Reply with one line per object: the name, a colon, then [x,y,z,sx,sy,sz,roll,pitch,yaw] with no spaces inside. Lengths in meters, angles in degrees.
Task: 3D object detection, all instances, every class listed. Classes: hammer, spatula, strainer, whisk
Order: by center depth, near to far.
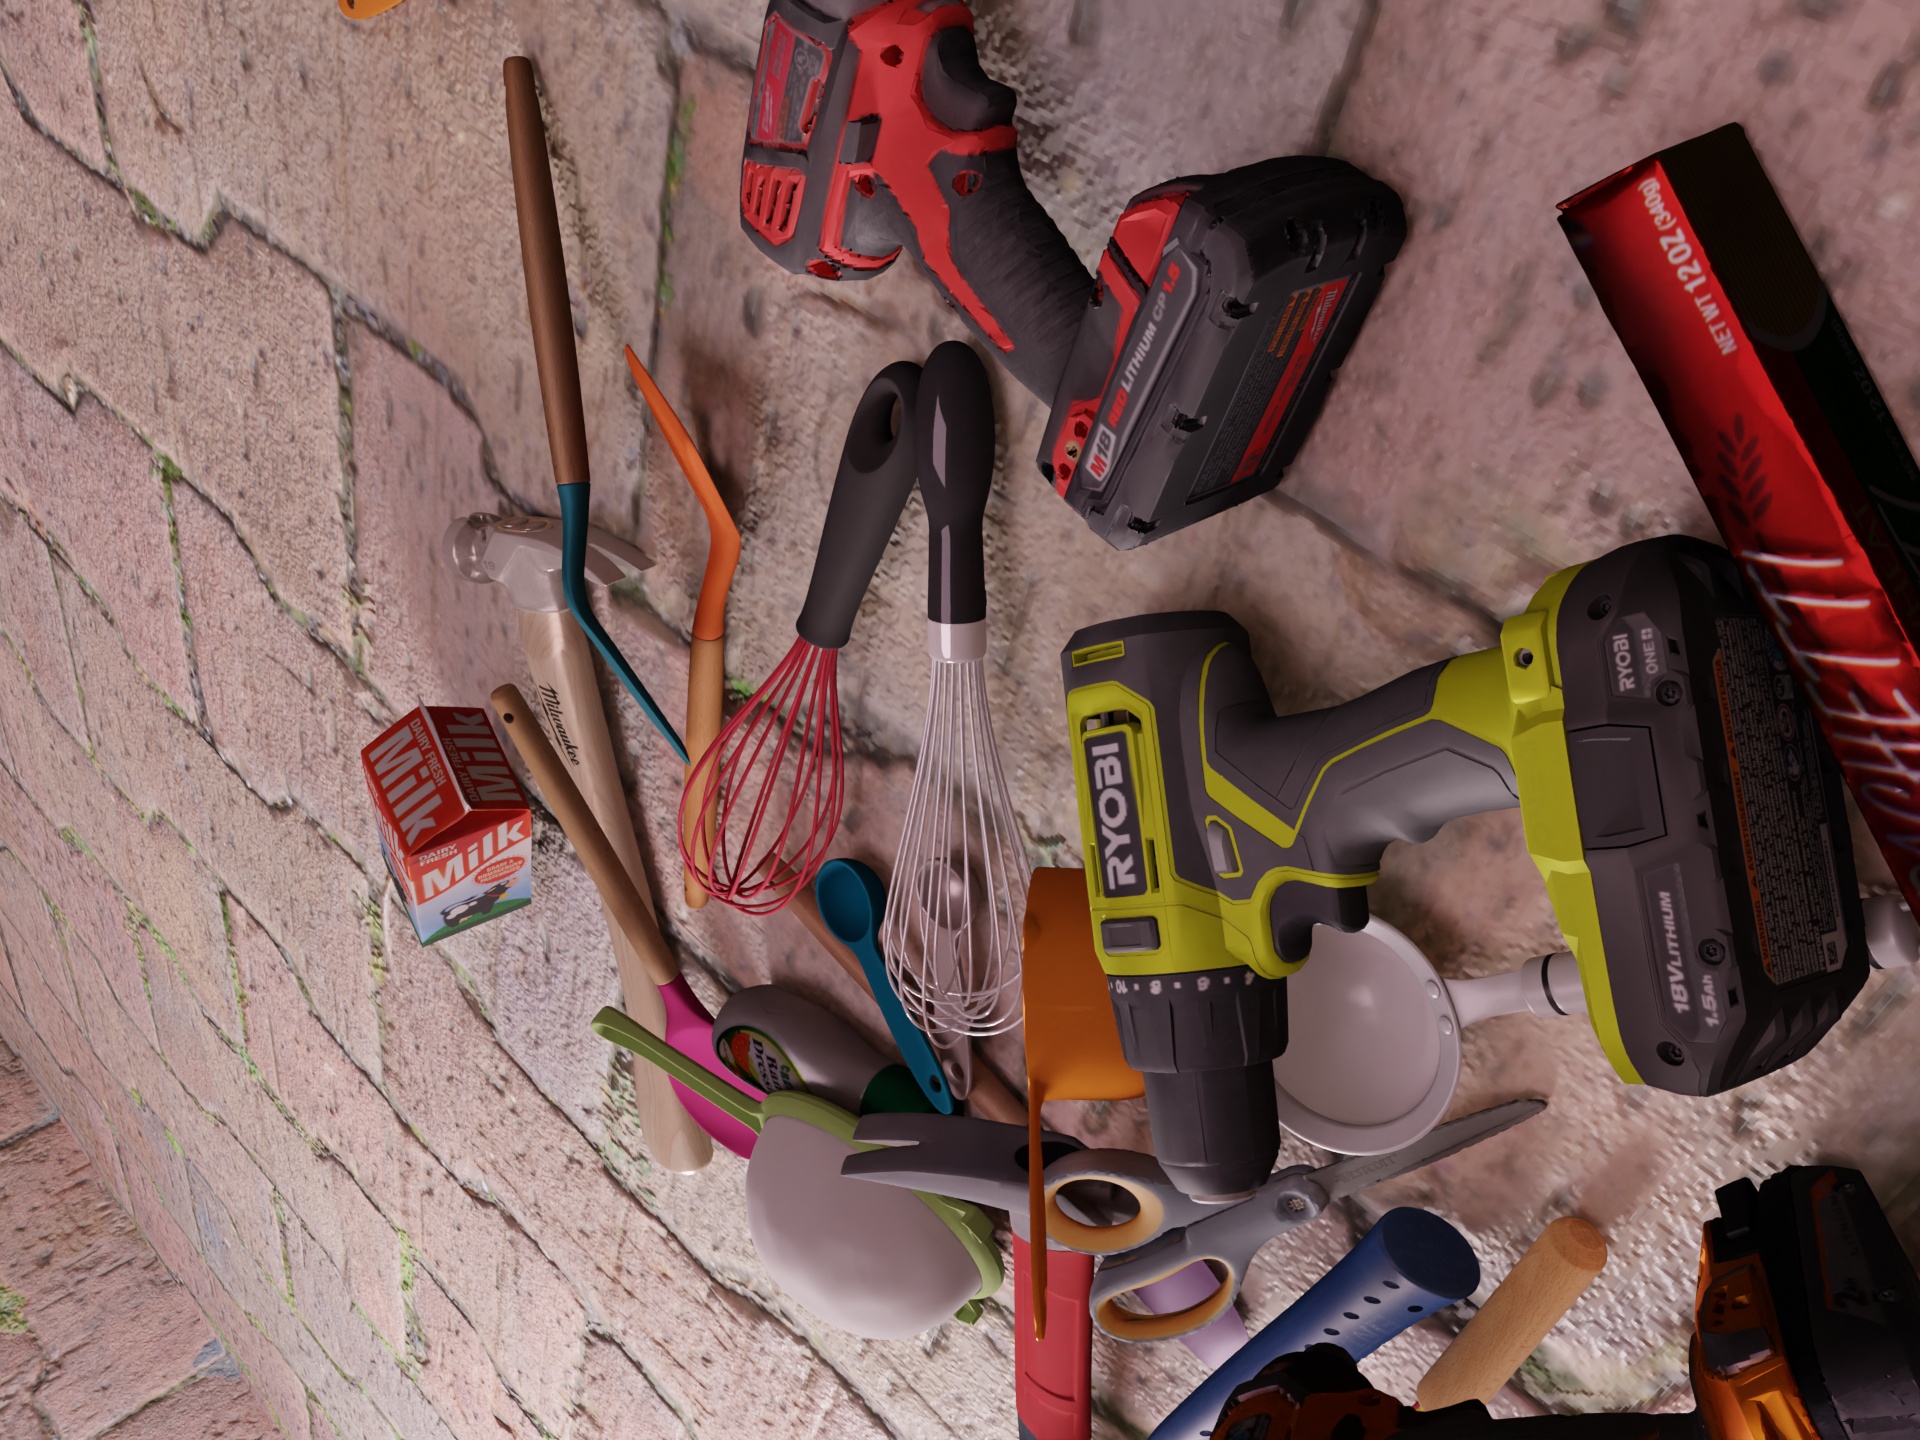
strainer: [0.177,0.085,0.495,0.258,0.050,0.087,-22,84,45]
whisk: [0.173,0.267,0.594,0.047,0.051,0.244,31,123,16]
whisk: [-0.001,-0.002,0.618,0.070,0.070,0.284,17,115,41]
whisk: [-0.063,-0.023,0.680,0.073,0.073,0.295,41,130,23]
hammer: [0.079,0.325,0.686,0.144,0.035,0.405,23,128,-10]
spatula: [-0.167,-0.134,0.718,0.082,0.044,0.317,-160,63,-73]
spatula: [0.012,0.171,0.740,0.316,0.018,0.059,43,138,19]
hammer: [0.029,0.327,0.751,0.143,0.038,0.386,7,128,13]
spatula: [-0.131,-0.022,0.761,0.081,0.041,0.322,54,146,40]
strainer: [-0.101,0.233,0.804,0.256,0.069,0.151,29,148,18]
hammer: [-0.187,0.087,0.891,0.146,0.038,0.410,13,122,41]

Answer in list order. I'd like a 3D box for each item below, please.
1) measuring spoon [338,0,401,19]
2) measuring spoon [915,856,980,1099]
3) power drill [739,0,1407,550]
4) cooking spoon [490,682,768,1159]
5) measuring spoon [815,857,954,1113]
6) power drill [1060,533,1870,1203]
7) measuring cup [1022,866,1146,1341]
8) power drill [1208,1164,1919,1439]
measuring spoon: [-0.265,-0.344,0.737,0.117,0.011,0.021,7,117,45]
measuring spoon: [0.000,0.116,0.714,0.034,0.018,0.124,18,121,41]
power drill: [0.018,-0.167,0.492,0.220,0.078,0.143,44,138,24]
cooking spoon: [-0.169,0.118,0.856,0.069,0.017,0.318,-14,115,23]
measuring spoon: [-0.028,0.121,0.739,0.042,0.021,0.129,-40,73,47]
power drill: [0.126,0.050,0.467,0.228,0.080,0.190,-13,82,49]
measuring cup: [0.052,0.134,0.574,0.052,0.174,0.095,-3,146,8]
power drill: [0.172,0.213,0.471,0.226,0.164,0.084,-28,90,23]
